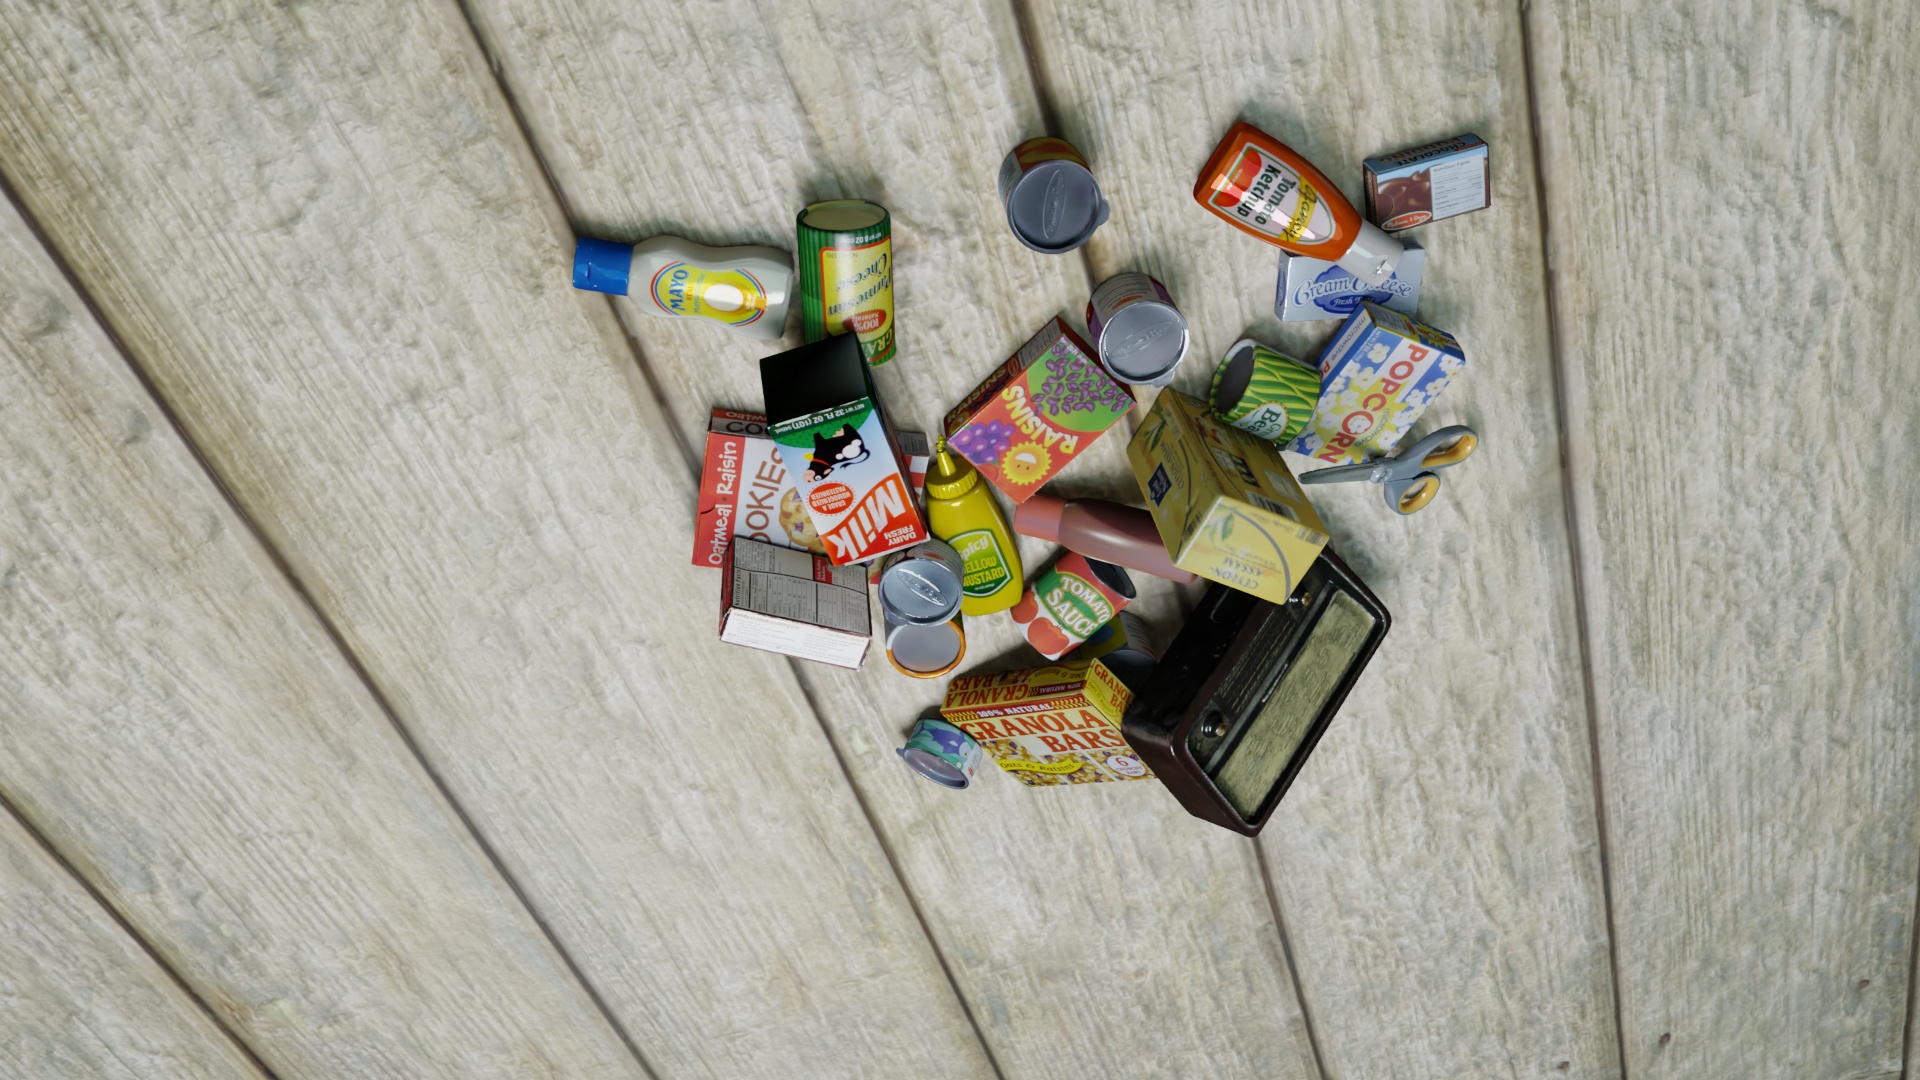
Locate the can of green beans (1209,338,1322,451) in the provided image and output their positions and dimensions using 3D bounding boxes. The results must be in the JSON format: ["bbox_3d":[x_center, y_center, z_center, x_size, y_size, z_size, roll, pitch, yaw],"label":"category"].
[{"bbox_3d":[0.230,-0.112,1.051,0.058,0.071,0.071,20,118,-17],"label":"can of green beans"}]

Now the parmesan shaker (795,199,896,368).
[{"bbox_3d":[-0.082,-0.178,0.972,0.071,0.071,0.102,-4,123,-4],"label":"parmesan shaker"}]

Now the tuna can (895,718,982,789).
[{"bbox_3d":[-0.018,0.185,1.212,0.071,0.033,0.070,23,152,13],"label":"tuna can"}]

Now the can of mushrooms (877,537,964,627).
[{"bbox_3d":[-0.031,0.033,1.081,0.071,0.034,0.070,2,125,3],"label":"can of mushrooms"}]

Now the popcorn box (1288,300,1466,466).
[{"bbox_3d":[0.309,-0.114,1.060,0.085,0.038,0.126,16,131,-21],"label":"popcorn box"}]

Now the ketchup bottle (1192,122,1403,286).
[{"bbox_3d":[0.241,-0.231,0.978,0.149,0.044,0.064,28,119,-11],"label":"ketchup bottle"}]

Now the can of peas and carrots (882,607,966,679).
[{"bbox_3d":[-0.028,0.073,1.142,0.071,0.059,0.070,-3,123,-4],"label":"can of peas and carrots"}]

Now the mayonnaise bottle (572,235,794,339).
[{"bbox_3d":[-0.194,-0.182,0.973,0.148,0.041,0.064,7,123,-12],"label":"mayonnaise bottle"}]

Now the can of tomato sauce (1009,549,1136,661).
[{"bbox_3d":[0.091,0.049,1.135,0.071,0.071,0.083,37,112,-25],"label":"can of tomato sauce"}]

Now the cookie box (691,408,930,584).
[{"bbox_3d":[-0.118,-0.031,1.077,0.168,0.040,0.122,6,122,-11],"label":"cookie box"}]

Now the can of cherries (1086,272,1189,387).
[{"bbox_3d":[0.130,-0.153,1.019,0.071,0.058,0.071,-3,122,-5],"label":"can of cherries"}]

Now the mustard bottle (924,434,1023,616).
[{"bbox_3d":[0.004,-0.014,1.097,0.065,0.049,0.159,-17,123,5],"label":"mustard bottle"}]

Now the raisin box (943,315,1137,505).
[{"bbox_3d":[0.060,-0.097,1.057,0.123,0.040,0.086,-41,119,19],"label":"raisin box"}]

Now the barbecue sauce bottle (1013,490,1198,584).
[{"bbox_3d":[0.117,-0.007,1.086,0.148,0.065,0.043,14,116,16],"label":"barbecue sauce bottle"}]

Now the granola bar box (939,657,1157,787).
[{"bbox_3d":[0.082,0.157,1.170,0.165,0.039,0.124,-14,131,44],"label":"granola bar box"}]

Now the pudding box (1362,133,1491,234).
[{"bbox_3d":[0.334,-0.255,0.995,0.084,0.030,0.049,-15,124,3],"label":"pudding box"}]

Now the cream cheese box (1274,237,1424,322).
[{"bbox_3d":[0.288,-0.193,1.032,0.104,0.024,0.053,-5,121,-4],"label":"cream cheese box"}]

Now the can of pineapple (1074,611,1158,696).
[{"bbox_3d":[0.131,0.103,1.180,0.071,0.058,0.070,-3,122,-4],"label":"can of pineapple"}]

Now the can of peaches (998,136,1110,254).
[{"bbox_3d":[0.063,-0.238,0.958,0.071,0.058,0.071,-3,122,-5],"label":"can of peaches"}]

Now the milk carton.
[{"bbox_3d":[-0.077,-0.049,0.990,0.072,0.074,0.189,-16,138,2],"label":"milk carton"}]
